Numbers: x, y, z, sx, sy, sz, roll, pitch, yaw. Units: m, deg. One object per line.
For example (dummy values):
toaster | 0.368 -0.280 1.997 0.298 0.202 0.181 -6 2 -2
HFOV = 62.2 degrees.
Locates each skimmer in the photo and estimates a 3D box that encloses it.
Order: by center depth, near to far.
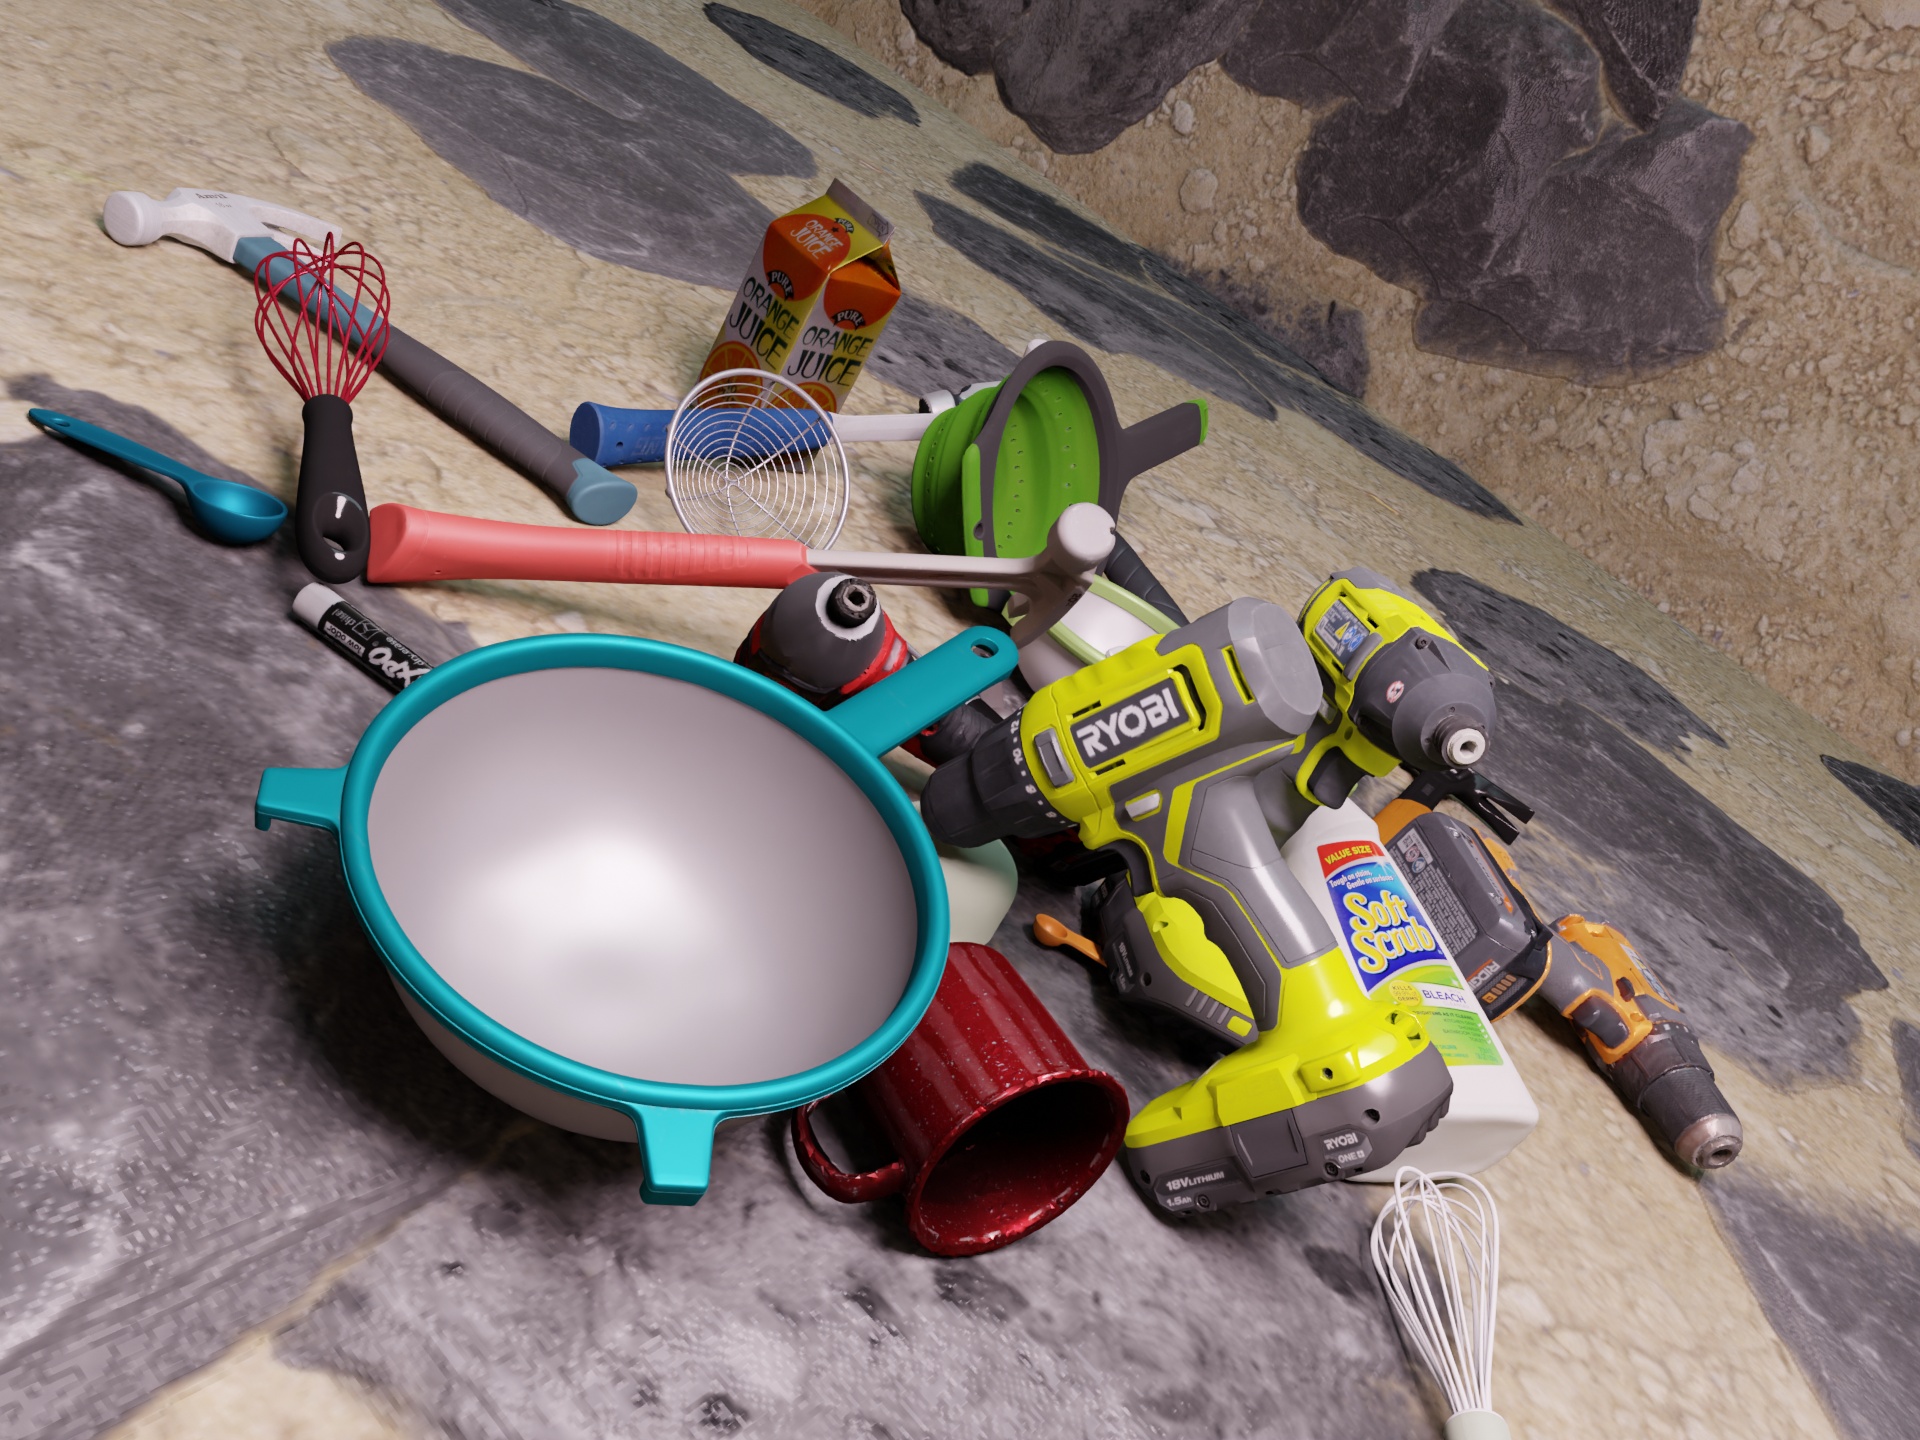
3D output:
skimmer | -0.034 -0.064 0.924 0.127 0.090 0.363 -33 66 -33

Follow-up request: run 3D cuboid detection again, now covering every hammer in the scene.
hammer | -0.110 -0.077 0.811 0.359 0.149 0.037 1 74 -16
hammer | -0.331 -0.216 0.936 0.331 0.033 0.128 35 26 7
hammer | -0.087 -0.196 1.103 0.405 0.144 0.035 -12 46 -44
hammer | 0.321 0.076 1.132 0.127 0.034 0.337 38 26 16
hammer | 0.110 -0.152 1.263 0.149 0.036 0.409 -16 50 -17

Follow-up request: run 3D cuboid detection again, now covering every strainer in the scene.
strainer | -0.084 0.049 0.617 0.211 0.095 0.340 39 36 13
strainer | 0.133 -0.007 1.031 0.256 0.069 0.151 34 23 2

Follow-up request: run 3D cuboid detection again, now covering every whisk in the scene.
whisk | 0.203 0.273 0.629 0.057 0.059 0.247 52 22 -23
whisk | -0.315 -0.163 0.792 0.073 0.073 0.296 14 35 -33

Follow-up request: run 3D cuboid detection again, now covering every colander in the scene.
colander | 0.072 -0.191 1.187 0.094 0.204 0.397 9 24 30

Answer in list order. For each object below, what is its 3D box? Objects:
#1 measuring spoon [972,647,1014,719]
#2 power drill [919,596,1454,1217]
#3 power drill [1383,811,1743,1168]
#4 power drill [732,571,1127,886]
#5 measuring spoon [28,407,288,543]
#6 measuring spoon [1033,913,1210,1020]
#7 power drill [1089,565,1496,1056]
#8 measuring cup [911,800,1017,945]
measuring spoon | 0.022 -0.020 0.989 0.034 0.018 0.124 23 26 -18
power drill | 0.090 0.083 0.678 0.080 0.190 0.228 -12 78 -56
power drill | 0.360 0.165 0.953 0.226 0.084 0.186 28 26 -27
power drill | -0.001 -0.003 0.794 0.219 0.143 0.079 26 67 -12
measuring spoon | -0.369 -0.109 0.725 0.128 0.021 0.042 24 17 4
measuring spoon | 0.085 0.131 0.799 0.117 0.011 0.021 31 17 -9
power drill | 0.161 0.045 0.763 0.080 0.223 0.171 29 17 -15
measuring cup | -0.001 0.094 0.729 0.083 0.038 0.168 21 25 -21
